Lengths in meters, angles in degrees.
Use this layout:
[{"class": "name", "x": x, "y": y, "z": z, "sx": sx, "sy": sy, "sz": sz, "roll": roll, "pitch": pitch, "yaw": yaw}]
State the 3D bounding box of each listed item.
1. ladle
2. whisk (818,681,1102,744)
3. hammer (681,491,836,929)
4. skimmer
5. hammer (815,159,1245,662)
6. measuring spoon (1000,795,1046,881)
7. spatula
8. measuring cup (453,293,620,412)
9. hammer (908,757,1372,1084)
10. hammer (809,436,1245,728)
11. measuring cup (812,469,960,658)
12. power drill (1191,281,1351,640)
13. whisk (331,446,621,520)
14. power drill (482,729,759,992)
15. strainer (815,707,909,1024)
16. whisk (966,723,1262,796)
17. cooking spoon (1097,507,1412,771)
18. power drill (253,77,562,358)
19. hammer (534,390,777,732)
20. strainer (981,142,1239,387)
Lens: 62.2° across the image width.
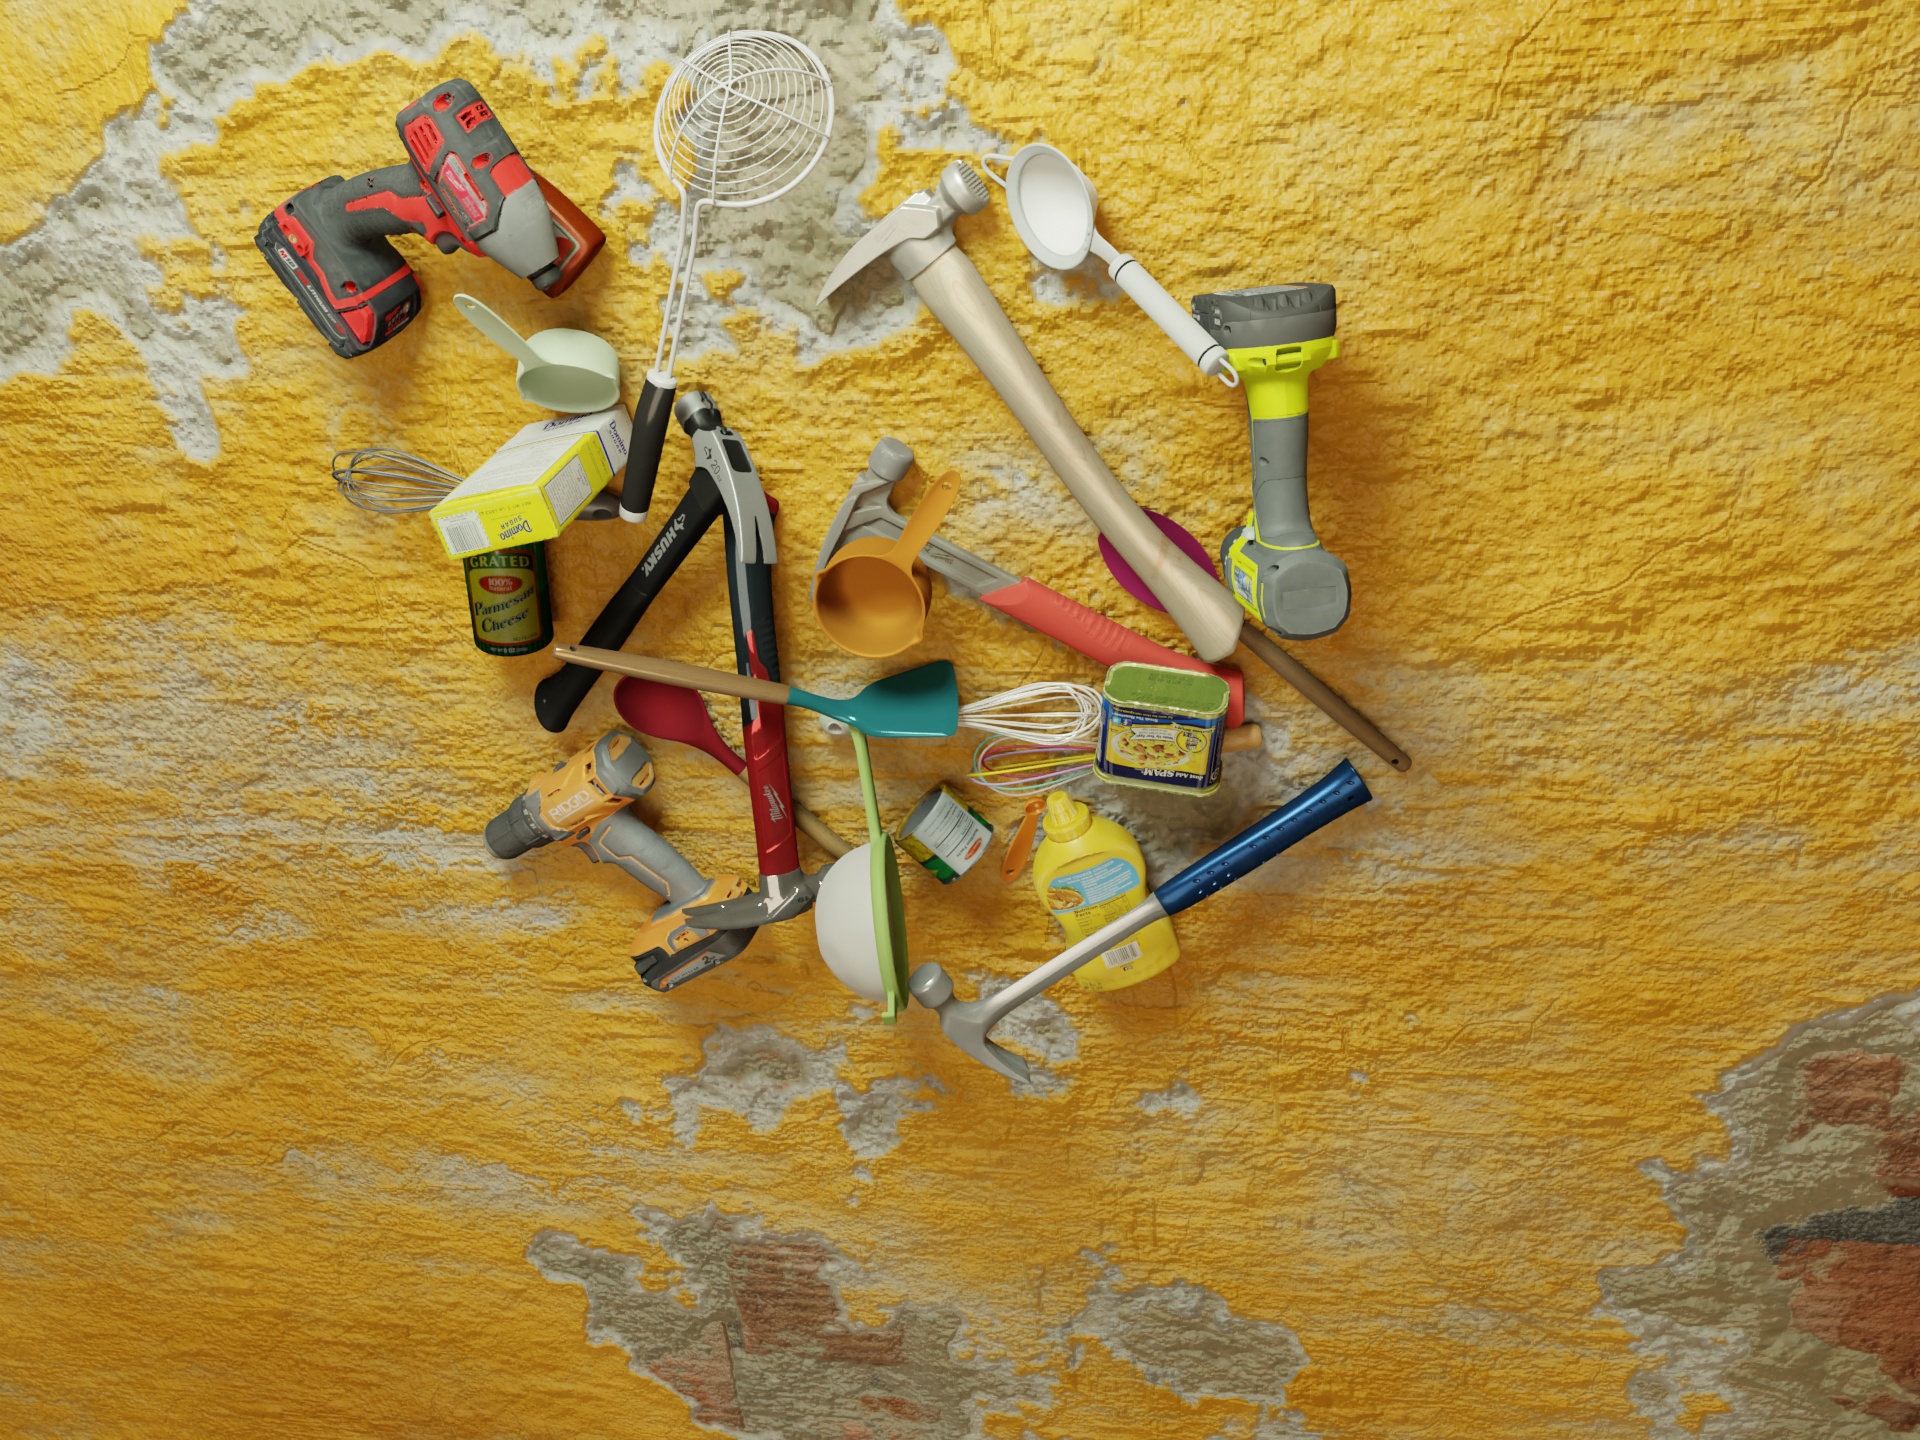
[{"class": "ladle", "x": -0.170, "y": 0.059, "z": 1.389, "sx": 0.315, "sy": 0.031, "sz": 0.069, "roll": 41, "pitch": 116, "yaw": -16}, {"class": "whisk", "x": -0.002, "y": -0.004, "z": 1.309, "sx": 0.246, "sy": 0.059, "sz": 0.057, "roll": -2, "pitch": 135, "yaw": 18}, {"class": "hammer", "x": -0.178, "y": -0.006, "z": 1.308, "sx": 0.143, "sy": 0.038, "sz": 0.386, "roll": -10, "pitch": 114, "yaw": -15}, {"class": "skimmer", "x": -0.186, "y": -0.307, "z": 1.148, "sx": 0.127, "sy": 0.090, "sz": 0.363, "roll": 31, "pitch": 127, "yaw": 14}, {"class": "hammer", "x": 0.069, "y": -0.200, "z": 1.176, "sx": 0.146, "sy": 0.038, "sz": 0.410, "roll": -32, "pitch": 108, "yaw": 26}, {"class": "measuring spoon", "x": 0.052, "y": 0.102, "z": 1.371, "sx": 0.021, "sy": 0.011, "sz": 0.116, "roll": -4, "pitch": 140, "yaw": -18}, {"class": "spatula", "x": -0.159, "y": -0.033, "z": 1.255, "sx": 0.317, "sy": 0.082, "sz": 0.044, "roll": 10, "pitch": 138, "yaw": -16}, {"class": "measuring cup", "x": -0.310, "y": -0.278, "z": 1.157, "sx": 0.083, "sy": 0.038, "sz": 0.167, "roll": -7, "pitch": 161, "yaw": 21}, {"class": "hammer", "x": 0.161, "y": 0.162, "z": 1.323, "sx": 0.405, "sy": 0.035, "sz": 0.144, "roll": -33, "pitch": 116, "yaw": 9}, {"class": "hammer", "x": 0.062, "y": -0.080, "z": 1.259, "sx": 0.359, "sy": 0.037, "sz": 0.149, "roll": 27, "pitch": 121, "yaw": -6}, {"class": "measuring cup", "x": -0.044, "y": -0.127, "z": 1.202, "sx": 0.095, "sy": 0.052, "sz": 0.173, "roll": 31, "pitch": 119, "yaw": -8}, {"class": "power drill", "x": 0.212, "y": -0.181, "z": 1.102, "sx": 0.080, "sy": 0.191, "sz": 0.228, "roll": -8, "pitch": 107, "yaw": -1}, {"class": "whisk", "x": -0.388, "y": -0.185, "z": 1.275, "sx": 0.239, "sy": 0.055, "sz": 0.055, "roll": 6, "pitch": 121, "yaw": 1}, {"class": "power drill", "x": -0.309, "y": 0.135, "z": 1.431, "sx": 0.185, "sy": 0.084, "sz": 0.226, "roll": -29, "pitch": 108, "yaw": 26}, {"class": "strainer", "x": -0.093, "y": 0.119, "z": 1.319, "sx": 0.069, "sy": 0.151, "sz": 0.256, "roll": -8, "pitch": 98, "yaw": 3}, {"class": "whisk", "x": 0.125, "y": 0.026, "z": 1.312, "sx": 0.245, "sy": 0.051, "sz": 0.047, "roll": -8, "pitch": 154, "yaw": 10}, {"class": "cooking spoon", "x": 0.237, "y": -0.058, "z": 1.250, "sx": 0.318, "sy": 0.017, "sz": 0.068, "roll": 38, "pitch": 119, "yaw": -12}, {"class": "power drill", "x": -0.382, "y": -0.344, "z": 1.125, "sx": 0.220, "sy": 0.079, "sz": 0.143, "roll": -13, "pitch": 121, "yaw": 35}, {"class": "hammer", "x": -0.258, "y": -0.097, "z": 1.278, "sx": 0.334, "sy": 0.035, "sz": 0.146, "roll": -46, "pitch": 63, "yaw": 35}, {"class": "strainer", "x": 0.105, "y": -0.305, "z": 1.058, "sx": 0.259, "sy": 0.050, "sz": 0.086, "roll": 53, "pitch": 153, "yaw": 25}]
